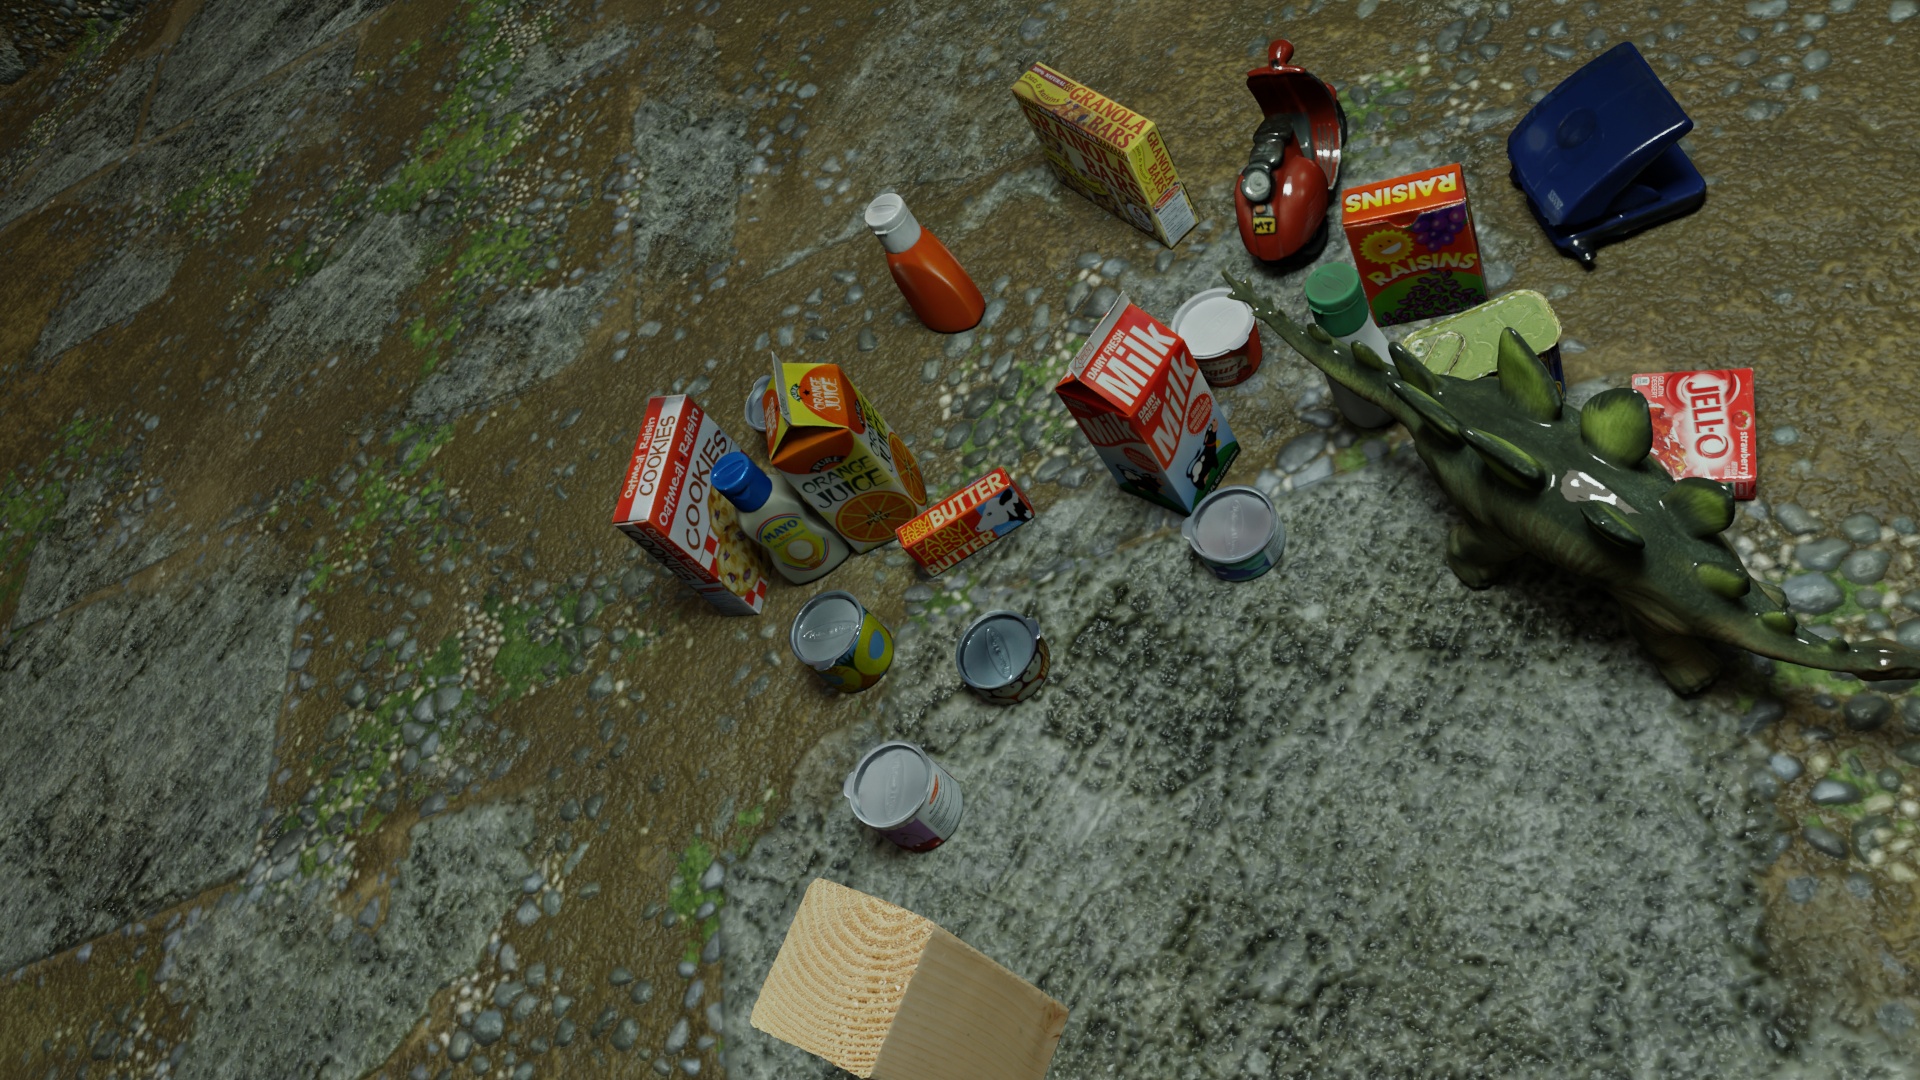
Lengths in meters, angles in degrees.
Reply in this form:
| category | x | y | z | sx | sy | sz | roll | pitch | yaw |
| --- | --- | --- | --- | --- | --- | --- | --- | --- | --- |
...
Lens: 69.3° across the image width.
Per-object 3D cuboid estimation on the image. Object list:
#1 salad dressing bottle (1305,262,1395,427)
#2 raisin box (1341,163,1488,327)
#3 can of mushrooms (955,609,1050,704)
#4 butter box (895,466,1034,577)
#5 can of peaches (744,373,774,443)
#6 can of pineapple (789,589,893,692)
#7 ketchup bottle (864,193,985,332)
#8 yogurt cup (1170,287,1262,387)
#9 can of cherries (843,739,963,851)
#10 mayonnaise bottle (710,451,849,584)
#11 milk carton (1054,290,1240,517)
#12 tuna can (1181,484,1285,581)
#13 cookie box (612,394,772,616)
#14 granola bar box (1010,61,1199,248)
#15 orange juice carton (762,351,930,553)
| category | x | y | z | sx | sy | sz | roll | pitch | yaw |
| --- | --- | --- | --- | --- | --- | --- | --- | --- | --- |
| salad dressing bottle | 0.281 | -0.138 | 0.994 | 0.044 | 0.147 | 0.064 | -45 | 50 | -4 |
| raisin box | 0.337 | -0.215 | 1.029 | 0.086 | 0.123 | 0.040 | -8 | 57 | 25 |
| can of mushrooms | 0.035 | 0.088 | 1.056 | 0.071 | 0.033 | 0.071 | -14 | 55 | 21 |
| butter box | 0.004 | -0.014 | 1.126 | 0.103 | 0.053 | 0.024 | -31 | 51 | 8 |
| can of peaches | -0.156 | -0.114 | 1.275 | 0.071 | 0.058 | 0.071 | -14 | 55 | 21 |
| can of pineapple | -0.095 | 0.083 | 1.115 | 0.071 | 0.057 | 0.071 | -14 | 55 | 21 |
| ketchup bottle | -0.035 | -0.245 | 1.234 | 0.064 | 0.148 | 0.044 | 4 | 63 | 31 |
| yogurt cup | 0.208 | -0.159 | 1.109 | 0.072 | 0.053 | 0.073 | -14 | 55 | 21 |
| can of cherries | -0.041 | 0.187 | 1.017 | 0.071 | 0.058 | 0.072 | -14 | 55 | 21 |
| mayonnaise bottle | -0.153 | -0.020 | 1.153 | 0.064 | 0.147 | 0.041 | -30 | 51 | 9 |
| milk carton | 0.134 | -0.100 | 1.021 | 0.073 | 0.190 | 0.072 | 25 | 75 | 38 |
| tuna can | 0.202 | -0.005 | 1.026 | 0.071 | 0.032 | 0.071 | -14 | 55 | 21 |
| cookie box | -0.218 | -0.027 | 1.181 | 0.040 | 0.167 | 0.123 | -6 | 58 | 26 |
| granola bar box | 0.127 | -0.341 | 1.223 | 0.039 | 0.124 | 0.166 | -44 | 50 | -3 |
| orange juice carton | -0.100 | -0.074 | 1.131 | 0.073 | 0.192 | 0.072 | -23 | 52 | 14 |
